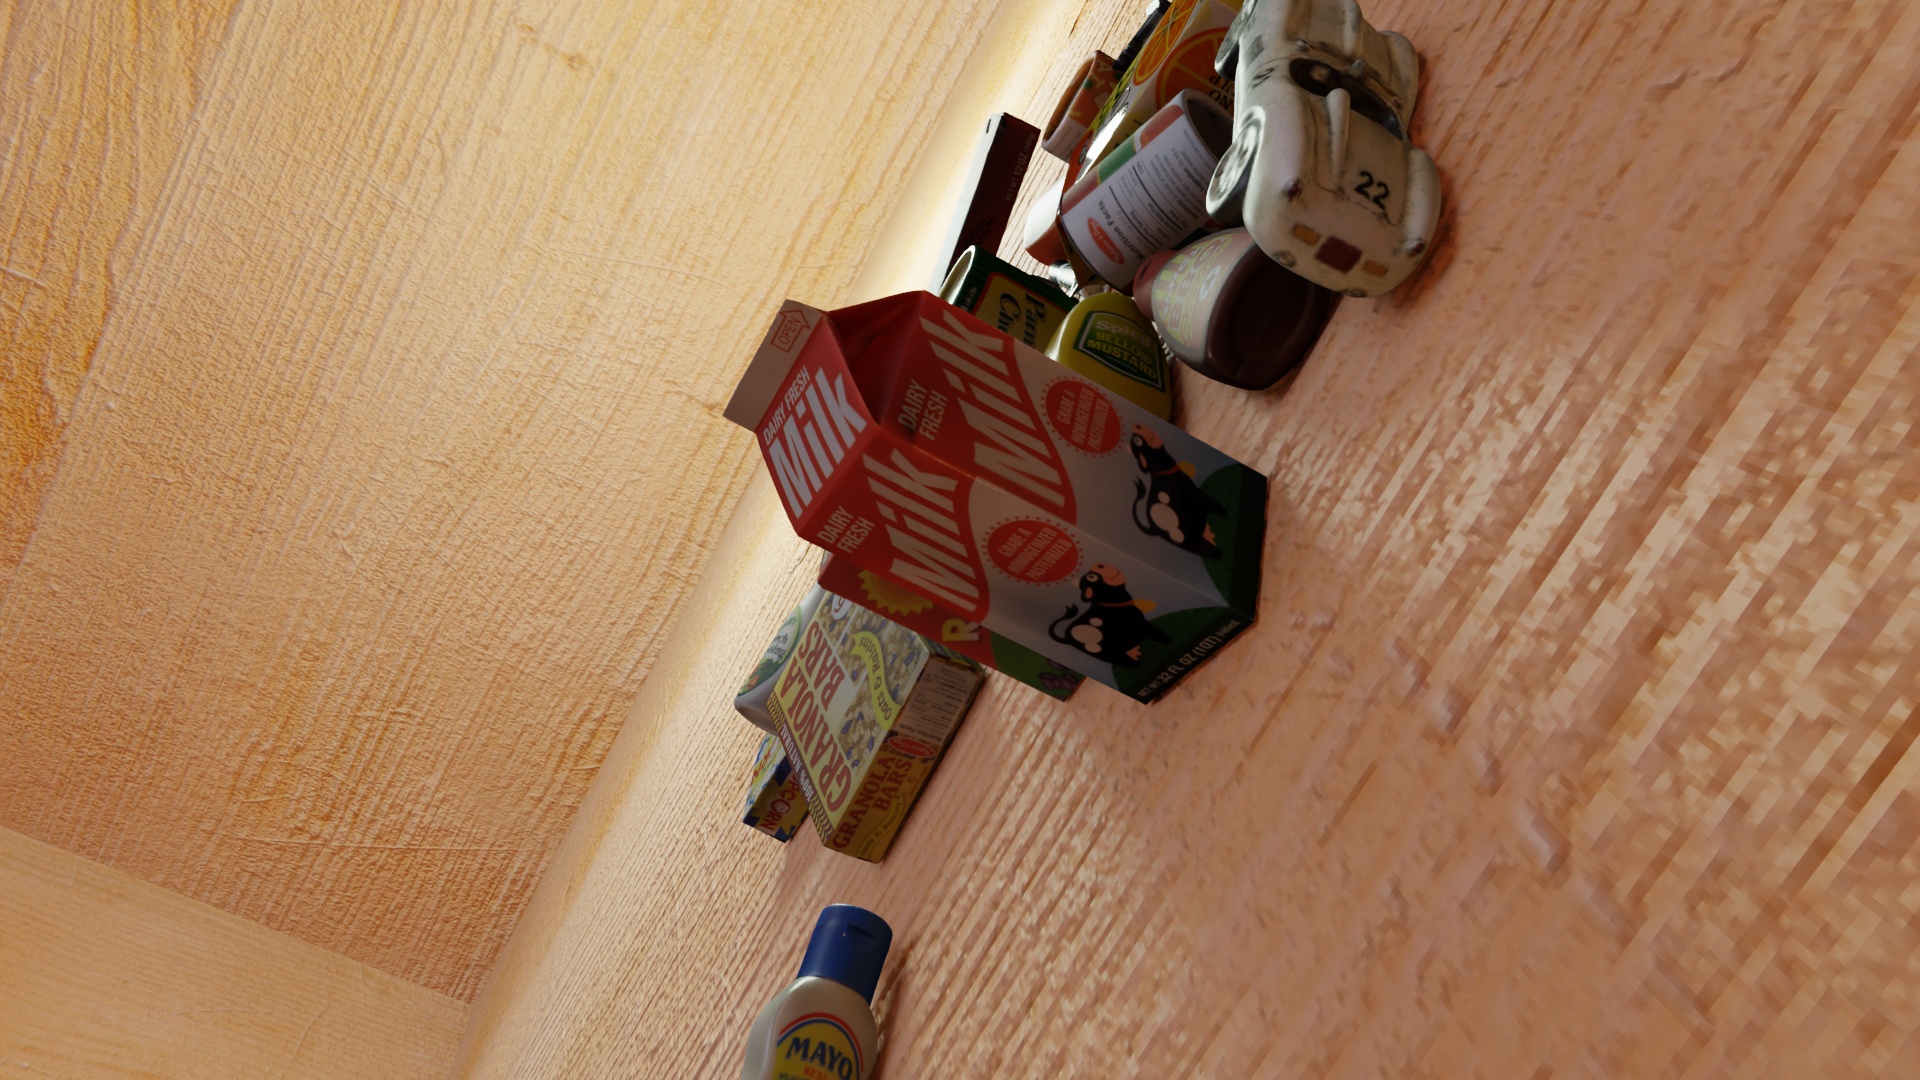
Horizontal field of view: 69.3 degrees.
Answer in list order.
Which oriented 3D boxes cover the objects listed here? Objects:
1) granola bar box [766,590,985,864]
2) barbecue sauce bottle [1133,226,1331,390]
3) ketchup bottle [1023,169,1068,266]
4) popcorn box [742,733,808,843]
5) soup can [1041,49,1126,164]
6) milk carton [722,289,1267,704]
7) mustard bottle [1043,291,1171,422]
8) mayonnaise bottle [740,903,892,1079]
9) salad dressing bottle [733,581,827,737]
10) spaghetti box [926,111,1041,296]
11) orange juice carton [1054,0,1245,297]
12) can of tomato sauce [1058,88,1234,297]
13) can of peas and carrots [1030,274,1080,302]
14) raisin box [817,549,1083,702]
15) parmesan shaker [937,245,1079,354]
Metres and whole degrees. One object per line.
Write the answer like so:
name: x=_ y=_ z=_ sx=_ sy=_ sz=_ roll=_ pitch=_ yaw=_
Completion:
granola bar box: x=-0.054 y=0.088 z=0.802 sx=0.124 sy=0.039 sz=0.166 roll=-61 pitch=26 yaw=10
barbecue sauce bottle: x=0.111 y=-0.105 z=0.606 sx=0.064 sy=0.043 sz=0.149 roll=-62 pitch=13 yaw=9
ketchup bottle: x=0.092 y=-0.238 z=0.940 sx=0.065 sy=0.043 sz=0.148 roll=-67 pitch=14 yaw=-18
popcorn box: x=-0.106 y=0.138 z=0.979 sx=0.126 sy=0.038 sz=0.085 roll=-56 pitch=16 yaw=28
soup can: x=0.101 y=-0.245 z=0.829 sx=0.071 sy=0.084 sz=0.071 roll=-58 pitch=14 yaw=23
milk carton: x=0.011 y=-0.022 z=0.501 sx=0.072 sy=0.190 sz=0.074 roll=-49 pitch=19 yaw=47
mustard bottle: x=0.071 y=-0.088 z=0.689 sx=0.048 sy=0.065 sz=0.161 roll=-60 pitch=9 yaw=32
mayonnaise bottle: x=-0.068 y=0.232 z=0.605 sx=0.041 sy=0.065 sz=0.149 roll=-50 pitch=15 yaw=48
salad dressing bottle: x=-0.096 y=0.059 z=0.933 sx=0.148 sy=0.044 sz=0.064 roll=-60 pitch=17 yaw=-24
spaghetti box: x=-0.009 y=-0.147 z=0.885 sx=0.050 sy=0.029 sz=0.249 roll=-125 pitch=54 yaw=-73
orange juice carton: x=0.112 y=-0.214 z=0.749 sx=0.191 sy=0.073 sz=0.072 roll=-51 pitch=18 yaw=44
can of tomato sauce: x=0.102 y=-0.173 z=0.691 sx=0.082 sy=0.071 sz=0.071 roll=-36 pitch=27 yaw=35
can of peas and carrots: x=0.038 y=-0.134 z=0.901 sx=0.071 sy=0.071 sz=0.058 roll=-66 pitch=13 yaw=-13
raisin box: x=0.013 y=0.004 z=0.594 sx=0.085 sy=0.123 sz=0.040 roll=-58 pitch=14 yaw=26
parmesan shaker: x=0.035 y=-0.109 z=0.773 sx=0.071 sy=0.103 sz=0.071 roll=-58 pitch=14 yaw=24
